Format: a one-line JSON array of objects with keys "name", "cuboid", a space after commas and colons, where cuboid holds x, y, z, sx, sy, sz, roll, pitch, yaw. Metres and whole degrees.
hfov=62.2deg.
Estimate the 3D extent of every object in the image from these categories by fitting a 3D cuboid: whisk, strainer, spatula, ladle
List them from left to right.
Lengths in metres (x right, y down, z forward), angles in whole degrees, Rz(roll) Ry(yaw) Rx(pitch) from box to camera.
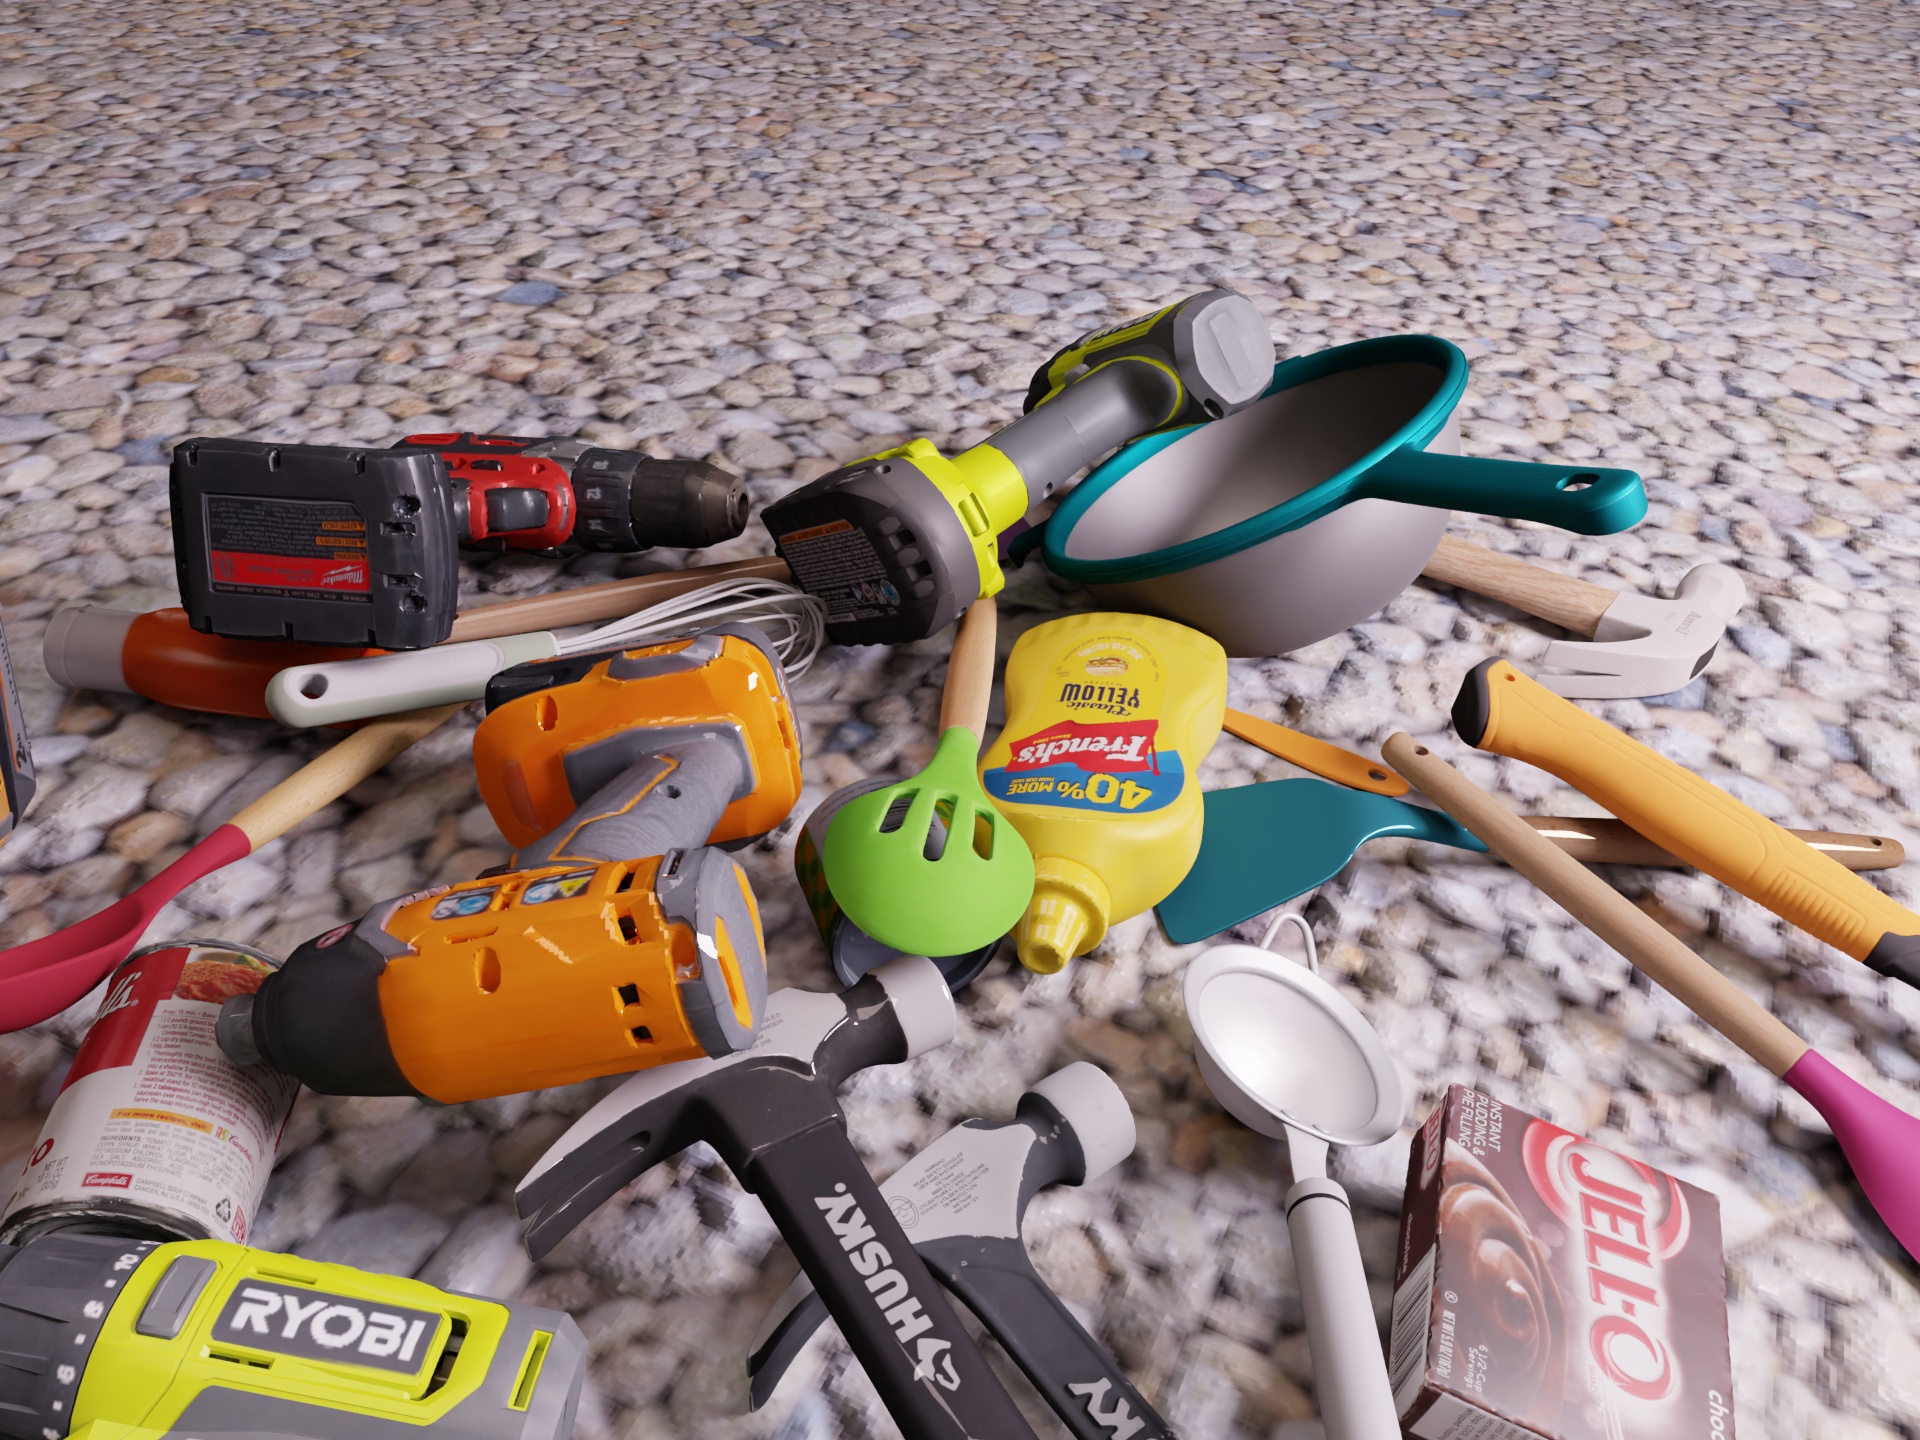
[{"name": "ladle", "cuboid": [-0.264, 0.033, 0.617, 0.069, 0.031, 0.315, -7, 22, 26]}, {"name": "whisk", "cuboid": [-0.169, -0.028, 0.688, 0.246, 0.059, 0.058, -11, 68, -29]}, {"name": "spatula", "cuboid": [-0.108, -0.074, 0.802, 0.316, 0.018, 0.060, -13, 43, -22]}, {"name": "strainer", "cuboid": [0.104, 0.143, 0.480, 0.087, 0.050, 0.259, 26, 23, -7]}, {"name": "strainer", "cuboid": [0.175, -0.078, 0.697, 0.211, 0.095, 0.341, -34, 23, -13]}, {"name": "spatula", "cuboid": [0.236, 0.055, 0.655, 0.317, 0.044, 0.082, 3, 37, -7]}]

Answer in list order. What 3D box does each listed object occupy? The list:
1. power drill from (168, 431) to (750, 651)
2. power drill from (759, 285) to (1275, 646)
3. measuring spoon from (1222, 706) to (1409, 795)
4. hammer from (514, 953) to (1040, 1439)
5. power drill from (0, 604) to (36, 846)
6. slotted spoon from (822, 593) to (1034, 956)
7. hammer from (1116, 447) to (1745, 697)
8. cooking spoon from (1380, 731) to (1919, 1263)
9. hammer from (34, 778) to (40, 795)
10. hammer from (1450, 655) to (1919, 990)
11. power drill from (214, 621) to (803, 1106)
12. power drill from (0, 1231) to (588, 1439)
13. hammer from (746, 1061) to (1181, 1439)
[{"name": "power drill", "cuboid": [-0.215, -0.092, 0.722, 0.188, 0.080, 0.227, 5, 15, 12]}, {"name": "power drill", "cuboid": [0.023, -0.125, 0.768, 0.223, 0.080, 0.171, -36, 17, -25]}, {"name": "measuring spoon", "cuboid": [0.148, 0.007, 0.718, 0.117, 0.011, 0.021, 25, 43, 26]}, {"name": "hammer", "cuboid": [0.008, 0.195, 0.392, 0.146, 0.035, 0.335, -20, 44, -25]}, {"name": "power drill", "cuboid": [-0.369, 0.023, 0.465, 0.084, 0.185, 0.226, 6, 33, -6]}, {"name": "slotted spoon", "cuboid": [-0.001, -0.002, 0.625, 0.070, 0.031, 0.314, 14, 23, -1]}, {"name": "hammer", "cuboid": [0.228, -0.095, 0.840, 0.331, 0.031, 0.130, 26, 43, 27]}, {"name": "cooking spoon", "cuboid": [0.275, 0.104, 0.566, 0.069, 0.017, 0.319, -26, 54, -32]}, {"name": "hammer", "cuboid": [-0.350, 0.133, 0.502, 0.143, 0.038, 0.387, -17, 42, -26]}, {"name": "hammer", "cuboid": [0.340, 0.070, 0.600, 0.337, 0.034, 0.127, 36, 49, 27]}, {"name": "power drill", "cuboid": [-0.140, 0.047, 0.545, 0.164, 0.084, 0.227, -11, 23, 5]}, {"name": "power drill", "cuboid": [-0.203, 0.210, 0.347, 0.190, 0.080, 0.229, 12, 29, -3]}, {"name": "hammer", "cuboid": [0.100, 0.250, 0.380, 0.149, 0.036, 0.409, -24, 45, -28]}]
